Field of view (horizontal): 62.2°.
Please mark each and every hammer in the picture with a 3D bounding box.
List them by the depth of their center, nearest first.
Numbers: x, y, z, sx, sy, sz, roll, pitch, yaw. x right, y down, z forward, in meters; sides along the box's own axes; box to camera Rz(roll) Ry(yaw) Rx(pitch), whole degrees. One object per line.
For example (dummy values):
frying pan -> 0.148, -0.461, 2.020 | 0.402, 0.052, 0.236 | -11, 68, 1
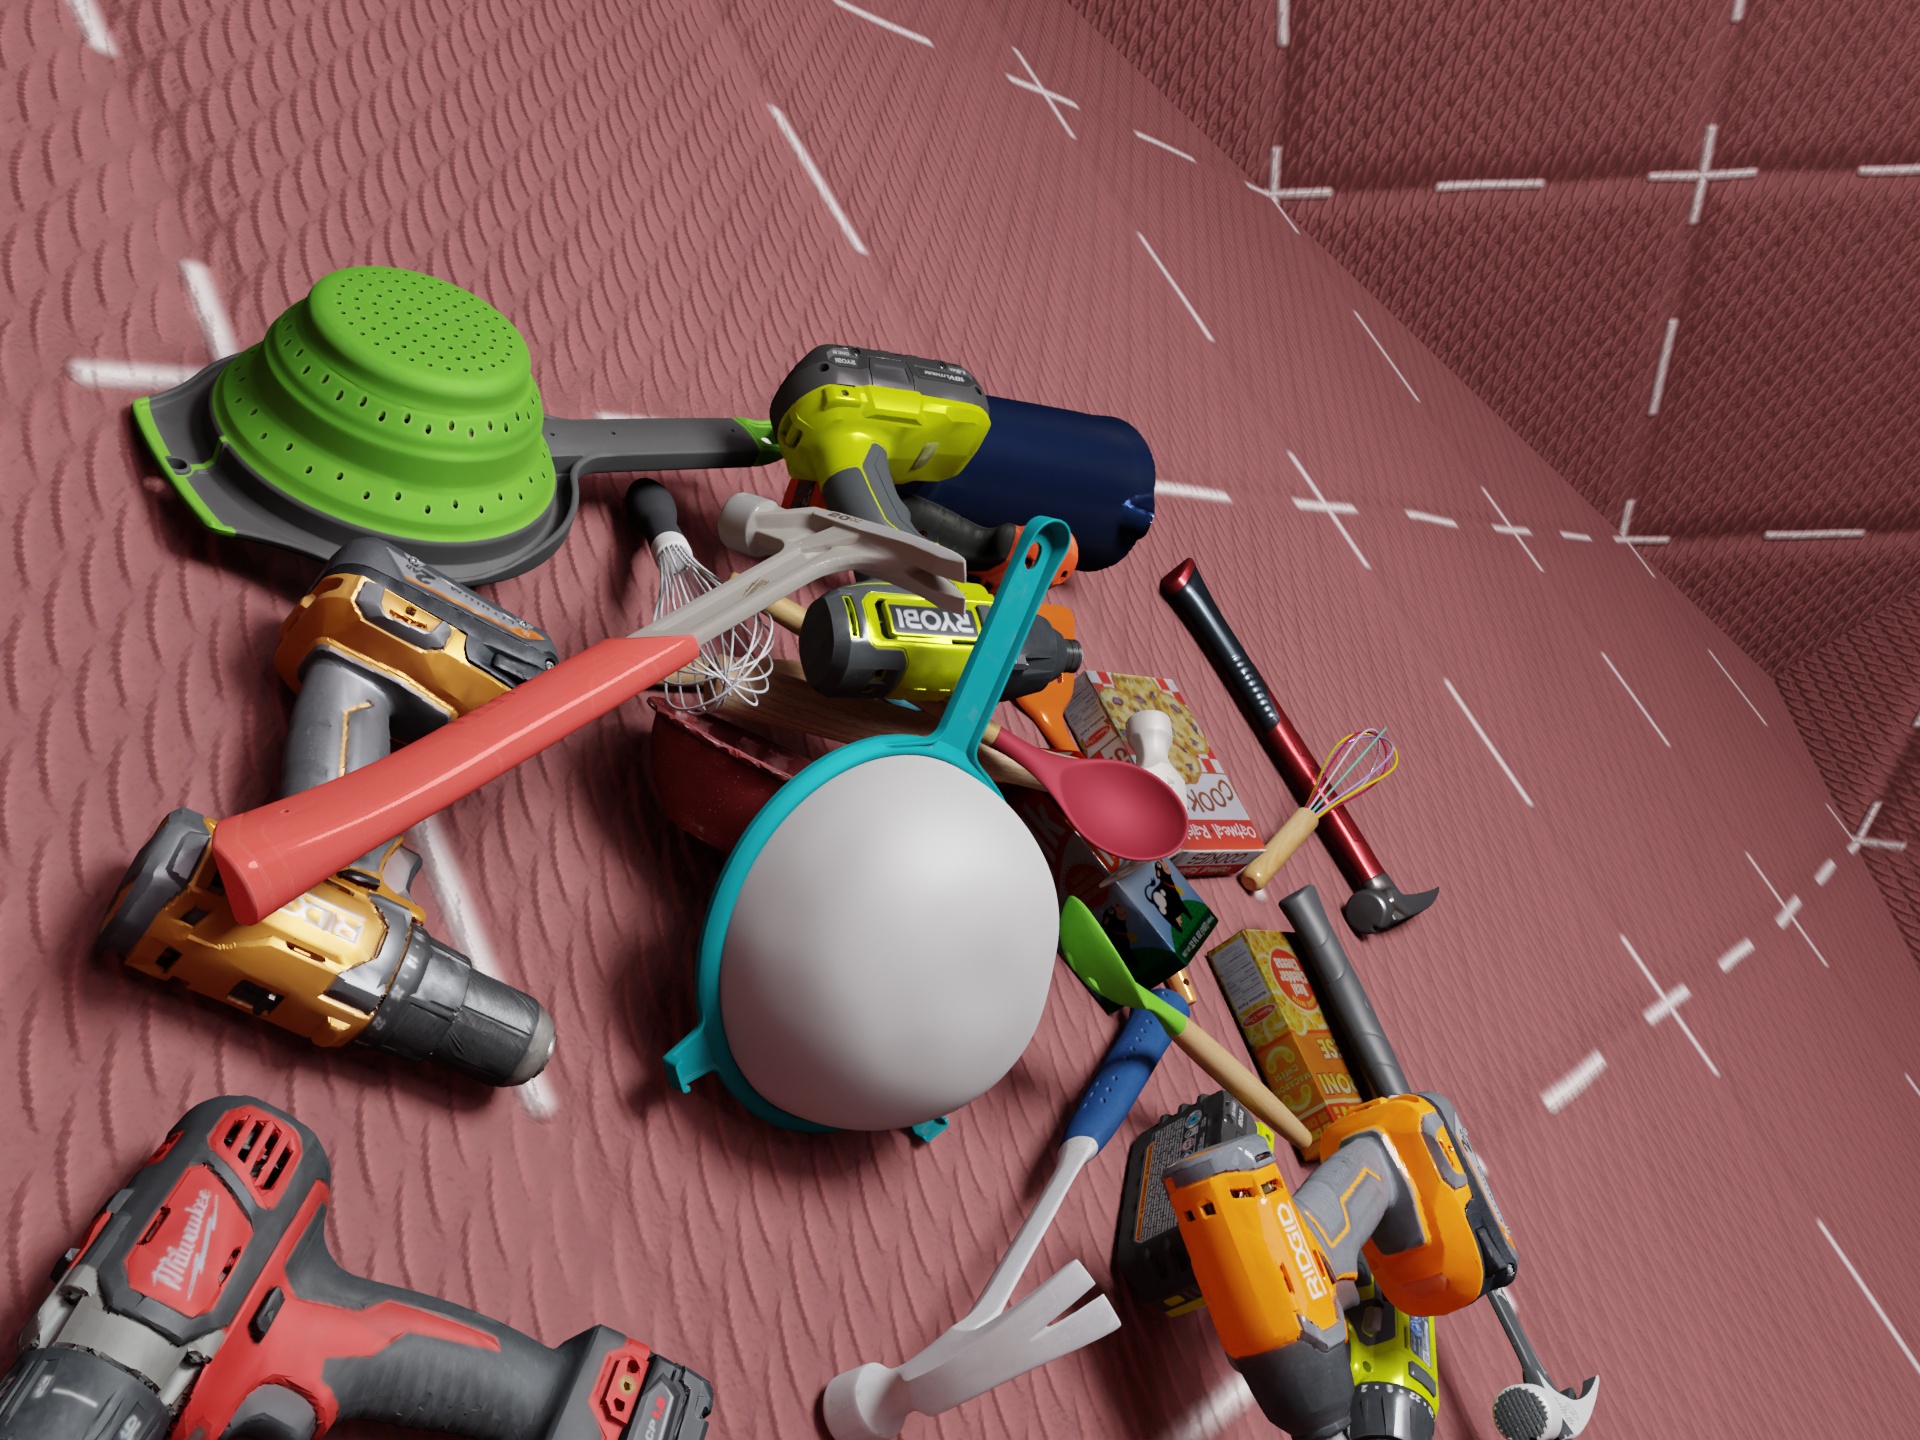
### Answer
hammer -> -0.156, -0.014, 0.702 | 0.149, 0.036, 0.359 | 21, 38, 30
hammer -> 0.066, 0.239, 0.868 | 0.035, 0.144, 0.405 | 57, 25, -1
hammer -> 0.001, 0.019, 0.977 | 0.331, 0.031, 0.130 | 15, 52, -26
hammer -> 0.318, 0.289, 1.100 | 0.149, 0.036, 0.409 | 28, 34, -49
hammer -> 0.303, 0.015, 1.458 | 0.143, 0.038, 0.387 | -3, 59, -54

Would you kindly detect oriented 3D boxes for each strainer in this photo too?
strainer -> 0.006, 0.060, 0.791 | 0.095, 0.340, 0.210 | 19, -5, 46

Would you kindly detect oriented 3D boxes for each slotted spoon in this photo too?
slotted spoon -> 0.142, 0.195, 0.954 | 0.313, 0.031, 0.070 | 44, 2, -40

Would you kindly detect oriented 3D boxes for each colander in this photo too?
colander -> -0.234, -0.181, 0.885 | 0.397, 0.094, 0.205 | -13, 53, -46

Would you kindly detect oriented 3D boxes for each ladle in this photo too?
ladle -> -0.002, -0.003, 0.951 | 0.315, 0.031, 0.069 | 31, 52, -10

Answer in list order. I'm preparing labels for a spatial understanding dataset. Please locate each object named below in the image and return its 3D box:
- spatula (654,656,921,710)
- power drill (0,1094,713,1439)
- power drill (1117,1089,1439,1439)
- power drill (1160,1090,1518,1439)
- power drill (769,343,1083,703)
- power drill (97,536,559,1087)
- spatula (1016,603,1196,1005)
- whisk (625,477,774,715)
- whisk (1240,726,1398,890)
spatula -> -0.100, -0.036, 1.012 | 0.317, 0.044, 0.082 | -2, 67, -50
power drill -> -0.213, 0.254, 0.540 | 0.226, 0.080, 0.188 | 37, 34, -15
power drill -> 0.200, 0.349, 0.944 | 0.228, 0.080, 0.191 | 44, 31, -14
power drill -> 0.214, 0.297, 0.871 | 0.226, 0.084, 0.164 | 0, 63, -47
power drill -> -0.024, -0.111, 0.955 | 0.171, 0.080, 0.223 | 2, 58, -29
power drill -> -0.248, 0.045, 0.714 | 0.185, 0.084, 0.226 | 32, 40, -25
spatula -> 0.104, 0.057, 1.166 | 0.081, 0.041, 0.323 | -4, 60, -38
whisk -> -0.159, -0.084, 0.912 | 0.070, 0.070, 0.285 | 27, 16, -31
whisk -> 0.306, 0.072, 1.342 | 0.047, 0.051, 0.245 | 49, 50, 3
